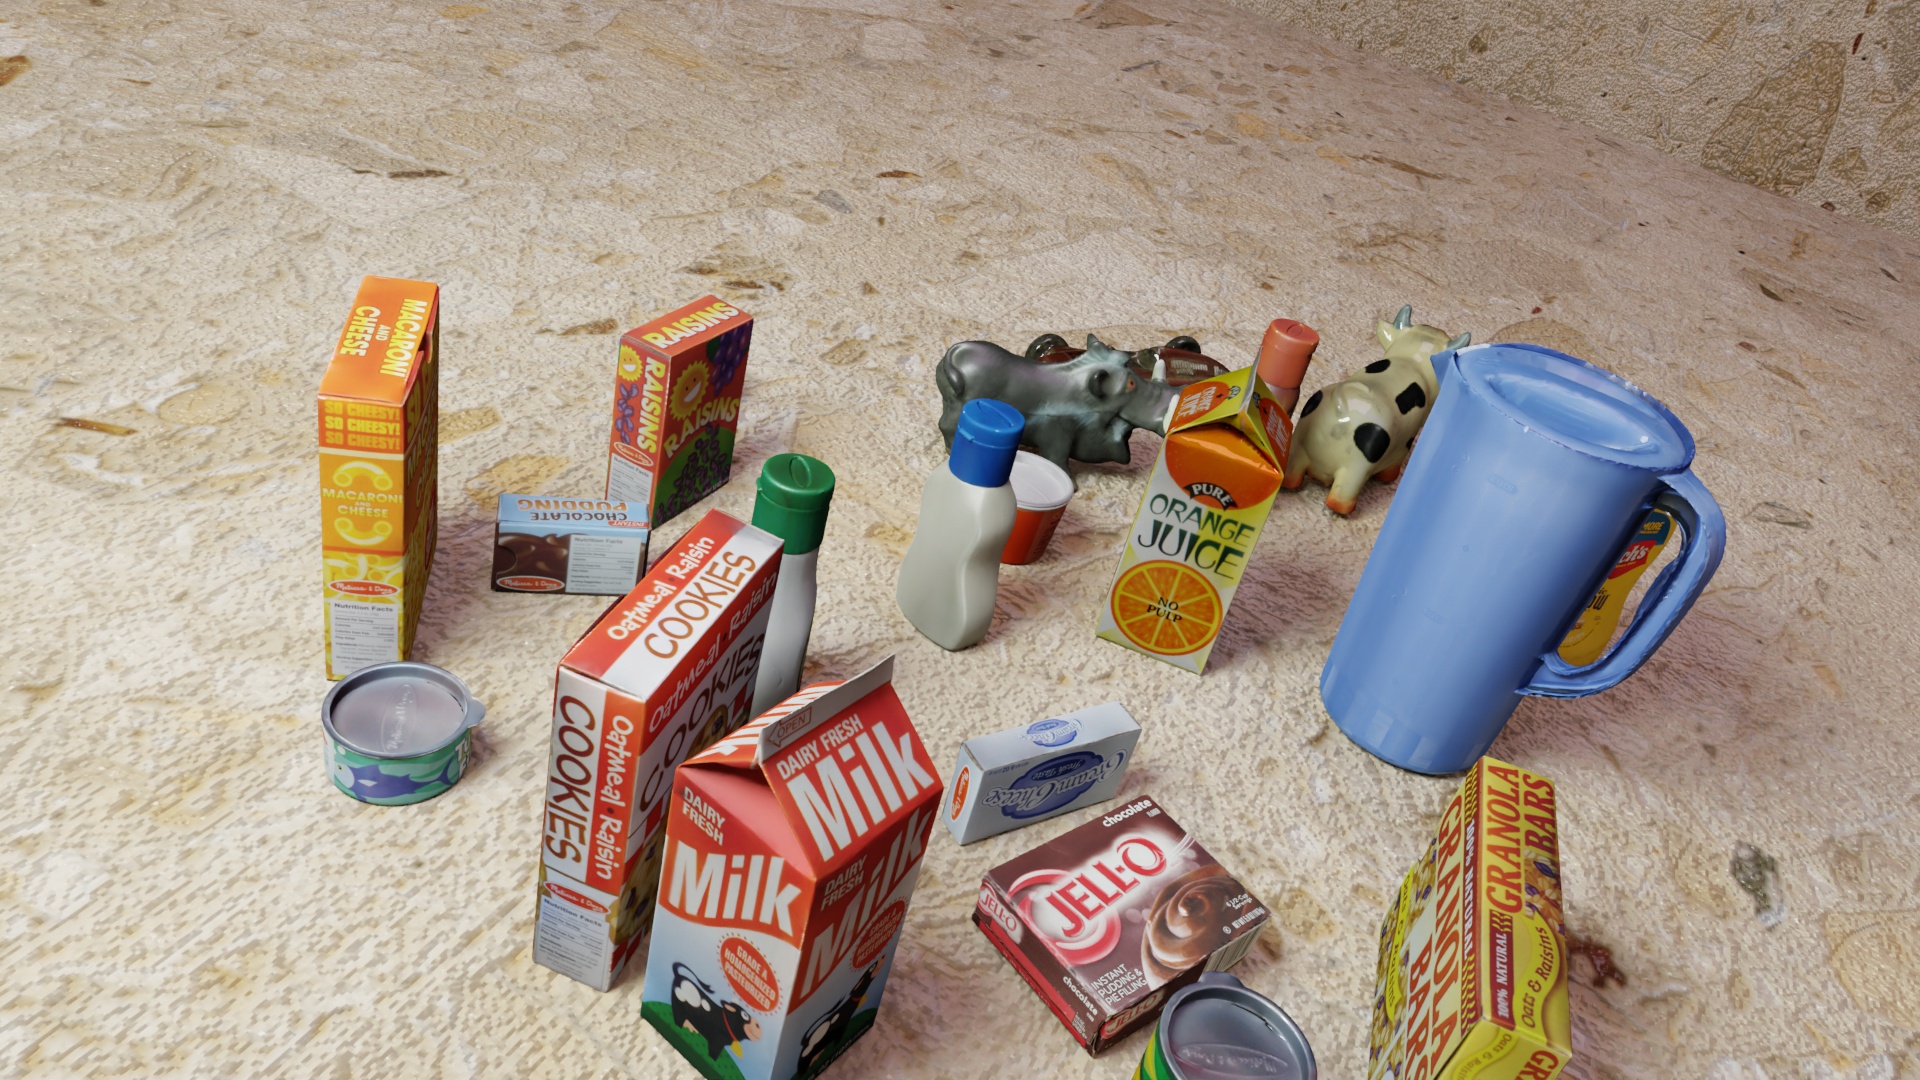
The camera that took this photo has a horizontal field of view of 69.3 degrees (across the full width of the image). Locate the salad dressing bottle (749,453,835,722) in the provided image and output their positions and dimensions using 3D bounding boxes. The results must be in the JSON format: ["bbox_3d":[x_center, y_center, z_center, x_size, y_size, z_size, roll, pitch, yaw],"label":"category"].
[{"bbox_3d":[-0.095,0.026,0.712,0.044,0.146,0.064,5,35,-17],"label":"salad dressing bottle"}]

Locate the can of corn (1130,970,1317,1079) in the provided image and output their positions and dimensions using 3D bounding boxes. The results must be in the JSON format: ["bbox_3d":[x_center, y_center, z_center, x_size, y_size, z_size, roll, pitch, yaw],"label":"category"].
[{"bbox_3d":[0.106,0.227,0.579,0.071,0.058,0.071,11,33,-7],"label":"can of corn"}]

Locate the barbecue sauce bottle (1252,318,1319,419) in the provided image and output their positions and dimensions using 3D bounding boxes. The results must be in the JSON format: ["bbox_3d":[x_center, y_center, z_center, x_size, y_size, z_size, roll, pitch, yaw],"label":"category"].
[{"bbox_3d":[0.216,-0.087,1.006,0.044,0.147,0.065,27,35,17],"label":"barbecue sauce bottle"}]

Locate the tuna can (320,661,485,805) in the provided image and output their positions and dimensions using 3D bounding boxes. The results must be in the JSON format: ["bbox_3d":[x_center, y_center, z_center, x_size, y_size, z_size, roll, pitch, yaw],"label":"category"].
[{"bbox_3d":[-0.261,0.090,0.653,0.071,0.032,0.071,11,33,-7],"label":"tuna can"}]

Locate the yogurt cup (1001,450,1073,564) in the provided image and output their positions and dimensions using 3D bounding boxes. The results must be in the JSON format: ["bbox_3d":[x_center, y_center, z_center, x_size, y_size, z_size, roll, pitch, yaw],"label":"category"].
[{"bbox_3d":[0.036,-0.021,0.919,0.072,0.053,0.073,11,33,-7],"label":"yogurt cup"}]

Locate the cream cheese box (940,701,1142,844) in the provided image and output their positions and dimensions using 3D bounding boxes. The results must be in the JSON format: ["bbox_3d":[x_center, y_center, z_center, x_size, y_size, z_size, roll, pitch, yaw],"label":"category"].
[{"bbox_3d":[0.042,0.119,0.716,0.104,0.053,0.024,-10,41,-33],"label":"cream cheese box"}]

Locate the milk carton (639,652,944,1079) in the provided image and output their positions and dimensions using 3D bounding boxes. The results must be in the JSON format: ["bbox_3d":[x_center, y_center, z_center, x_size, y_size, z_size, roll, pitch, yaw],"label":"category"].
[{"bbox_3d":[-0.065,0.128,0.534,0.073,0.189,0.073,33,37,25],"label":"milk carton"}]

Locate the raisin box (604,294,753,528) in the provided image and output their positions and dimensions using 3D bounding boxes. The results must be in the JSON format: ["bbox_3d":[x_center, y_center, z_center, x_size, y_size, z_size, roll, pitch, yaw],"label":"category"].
[{"bbox_3d":[-0.174,-0.080,0.857,0.040,0.122,0.086,27,35,17],"label":"raisin box"}]

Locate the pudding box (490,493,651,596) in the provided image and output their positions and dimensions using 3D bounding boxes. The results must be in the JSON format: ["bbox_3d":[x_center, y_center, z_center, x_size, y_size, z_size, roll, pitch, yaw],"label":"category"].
[{"bbox_3d":[-0.220,0.003,0.783,0.084,0.049,0.030,3,35,-19],"label":"pudding box"}]

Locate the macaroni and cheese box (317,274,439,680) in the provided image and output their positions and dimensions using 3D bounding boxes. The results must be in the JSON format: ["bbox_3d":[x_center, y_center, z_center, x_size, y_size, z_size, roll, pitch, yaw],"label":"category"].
[{"bbox_3d":[-0.289,-0.031,0.699,0.040,0.165,0.124,5,34,-15],"label":"macaroni and cheese box"}]

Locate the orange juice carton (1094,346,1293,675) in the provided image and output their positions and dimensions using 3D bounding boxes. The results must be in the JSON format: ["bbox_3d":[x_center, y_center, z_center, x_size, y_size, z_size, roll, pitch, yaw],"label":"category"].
[{"bbox_3d":[0.147,-0.021,0.840,0.073,0.191,0.072,20,33,7],"label":"orange juice carton"}]

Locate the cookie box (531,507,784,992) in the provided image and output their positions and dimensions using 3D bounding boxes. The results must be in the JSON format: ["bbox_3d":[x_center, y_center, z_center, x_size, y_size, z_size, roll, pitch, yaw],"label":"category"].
[{"bbox_3d":[-0.129,0.087,0.589,0.040,0.166,0.123,21,33,8],"label":"cookie box"}]

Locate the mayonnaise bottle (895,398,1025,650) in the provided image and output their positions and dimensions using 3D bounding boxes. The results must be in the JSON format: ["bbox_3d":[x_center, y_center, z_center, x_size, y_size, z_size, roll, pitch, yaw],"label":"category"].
[{"bbox_3d":[0.003,-0.010,0.804,0.041,0.147,0.065,-16,44,-39],"label":"mayonnaise bottle"}]

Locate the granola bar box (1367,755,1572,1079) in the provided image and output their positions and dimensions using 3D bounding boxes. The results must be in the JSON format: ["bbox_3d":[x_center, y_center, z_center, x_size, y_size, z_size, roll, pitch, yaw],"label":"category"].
[{"bbox_3d":[0.221,0.194,0.615,0.039,0.123,0.166,21,33,8],"label":"granola bar box"}]
